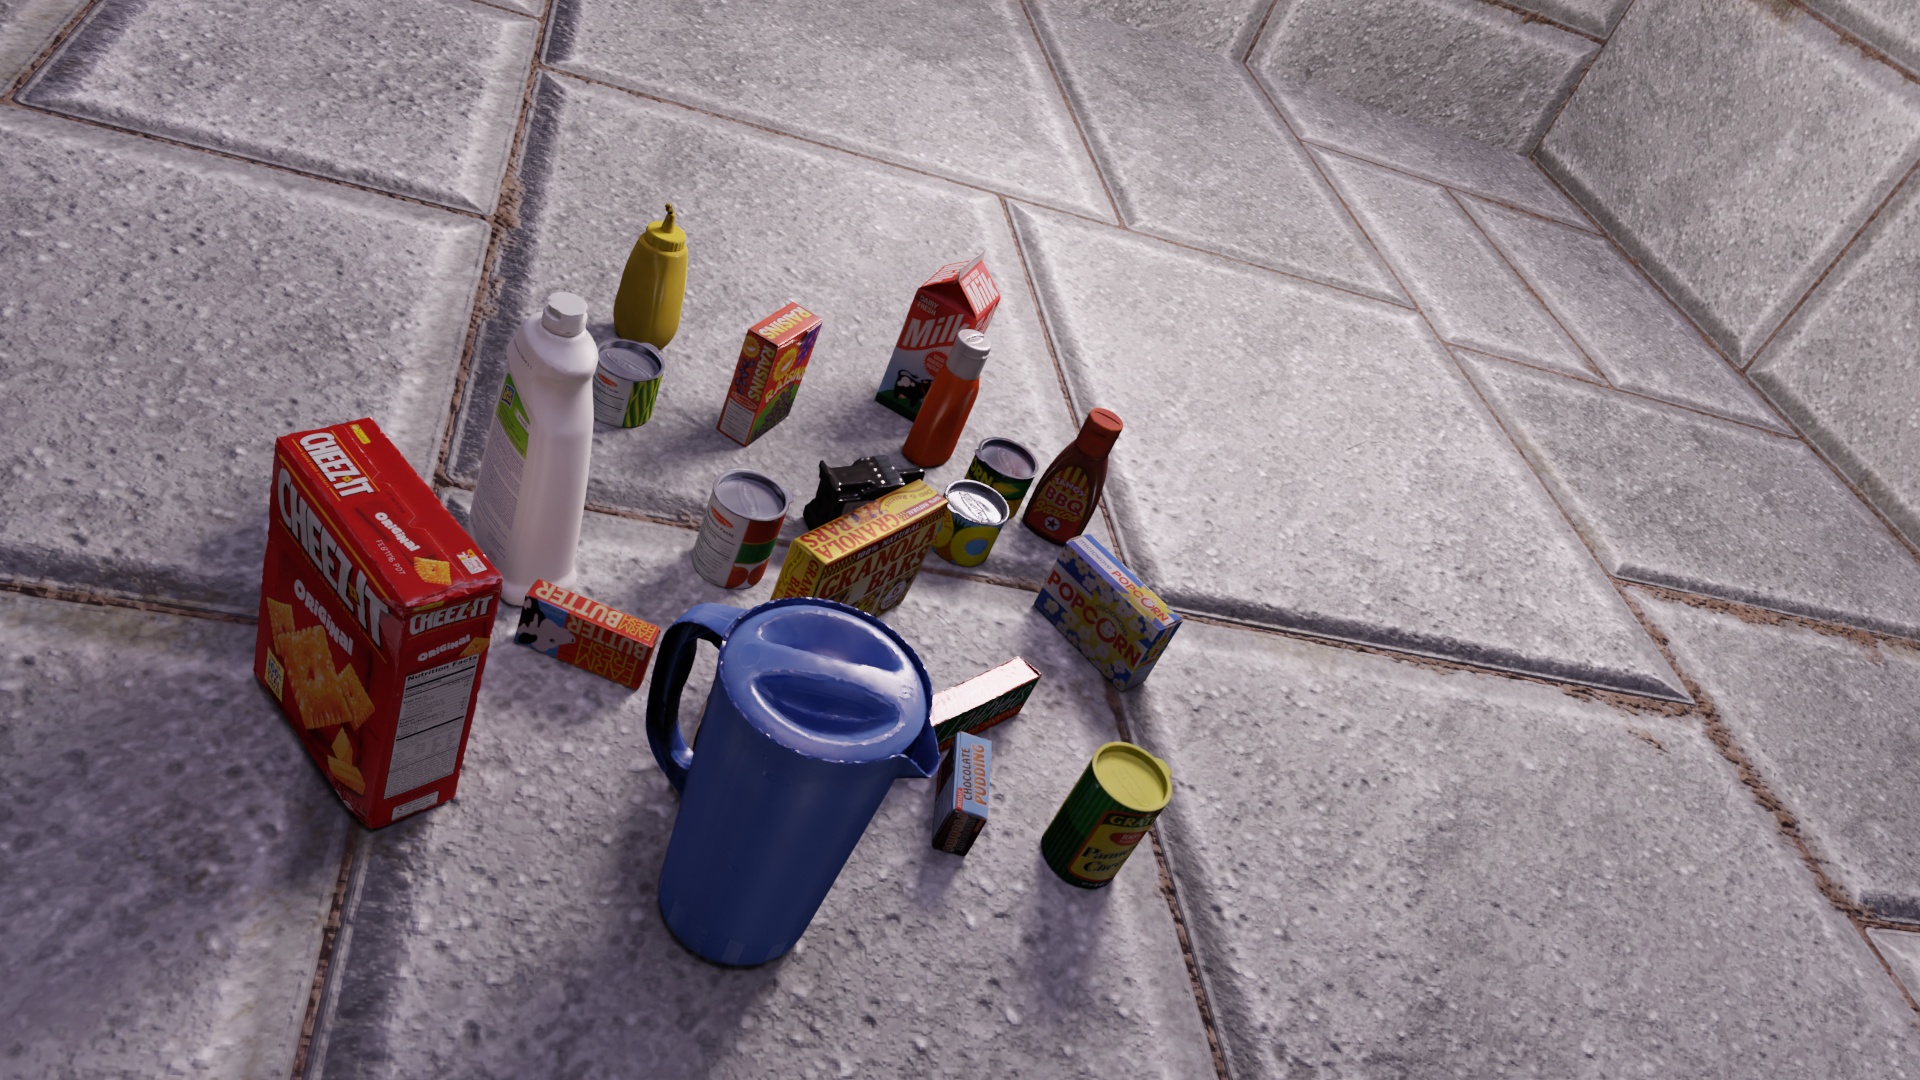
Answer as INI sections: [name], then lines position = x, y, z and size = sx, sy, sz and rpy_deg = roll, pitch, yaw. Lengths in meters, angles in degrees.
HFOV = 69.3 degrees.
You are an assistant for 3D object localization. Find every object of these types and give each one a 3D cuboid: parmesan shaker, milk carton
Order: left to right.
[milk carton]
position = -0.018, -0.219, 1.471
size = 0.073, 0.189, 0.073
rpy_deg = 30, 36, 6
[parmesan shaker]
position = 0.115, 0.215, 1.081
size = 0.071, 0.102, 0.072
rpy_deg = 16, 37, -12

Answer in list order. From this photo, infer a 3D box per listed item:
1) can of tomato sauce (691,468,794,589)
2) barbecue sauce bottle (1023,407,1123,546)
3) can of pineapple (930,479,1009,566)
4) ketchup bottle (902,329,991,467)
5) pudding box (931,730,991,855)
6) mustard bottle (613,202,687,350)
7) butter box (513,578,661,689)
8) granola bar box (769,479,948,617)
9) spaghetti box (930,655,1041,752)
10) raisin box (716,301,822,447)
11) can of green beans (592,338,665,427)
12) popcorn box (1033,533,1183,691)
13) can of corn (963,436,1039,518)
[can of tomato sauce]
position = -0.189, -0.010, 1.200
size = 0.071, 0.082, 0.071
rpy_deg = 16, 37, -12
[barbecue sauce bottle]
position = 0.117, -0.065, 1.394
size = 0.065, 0.147, 0.044
rpy_deg = 29, 36, 5
[can of pineapple]
position = 0.005, -0.017, 1.344
size = 0.071, 0.057, 0.071
rpy_deg = 16, 37, -12
[ketchup bottle]
position = -0.010, -0.145, 1.419
size = 0.043, 0.148, 0.065
rpy_deg = 40, 38, 19
[pudding box]
position = 0.001, 0.196, 1.082
size = 0.030, 0.049, 0.084
rpy_deg = 18, 36, -10
[mustard bottle]
position = -0.303, -0.266, 1.388
size = 0.065, 0.159, 0.049
rpy_deg = 38, 38, 17
[butter box]
position = -0.286, 0.073, 1.065
size = 0.103, 0.052, 0.024
rpy_deg = 22, 36, -4
[granola bar box]
position = -0.091, 0.027, 1.176
size = 0.039, 0.123, 0.166
rpy_deg = 39, 38, 18
[spaghetti box]
position = -0.030, 0.153, 1.117
size = 0.251, 0.050, 0.029
rpy_deg = -20, 55, -44
[raisin box]
position = -0.187, -0.162, 1.358
size = 0.040, 0.122, 0.086
rpy_deg = 32, 36, 9
[can of green beans]
position = -0.320, -0.149, 1.319
size = 0.071, 0.057, 0.071
rpy_deg = 16, 37, -12
[popcorn box]
position = 0.135, 0.066, 1.294
size = 0.038, 0.084, 0.127
rpy_deg = -19, 54, -44
[can of corn]
position = 0.037, -0.063, 1.421
size = 0.071, 0.058, 0.071
rpy_deg = 16, 37, -12
